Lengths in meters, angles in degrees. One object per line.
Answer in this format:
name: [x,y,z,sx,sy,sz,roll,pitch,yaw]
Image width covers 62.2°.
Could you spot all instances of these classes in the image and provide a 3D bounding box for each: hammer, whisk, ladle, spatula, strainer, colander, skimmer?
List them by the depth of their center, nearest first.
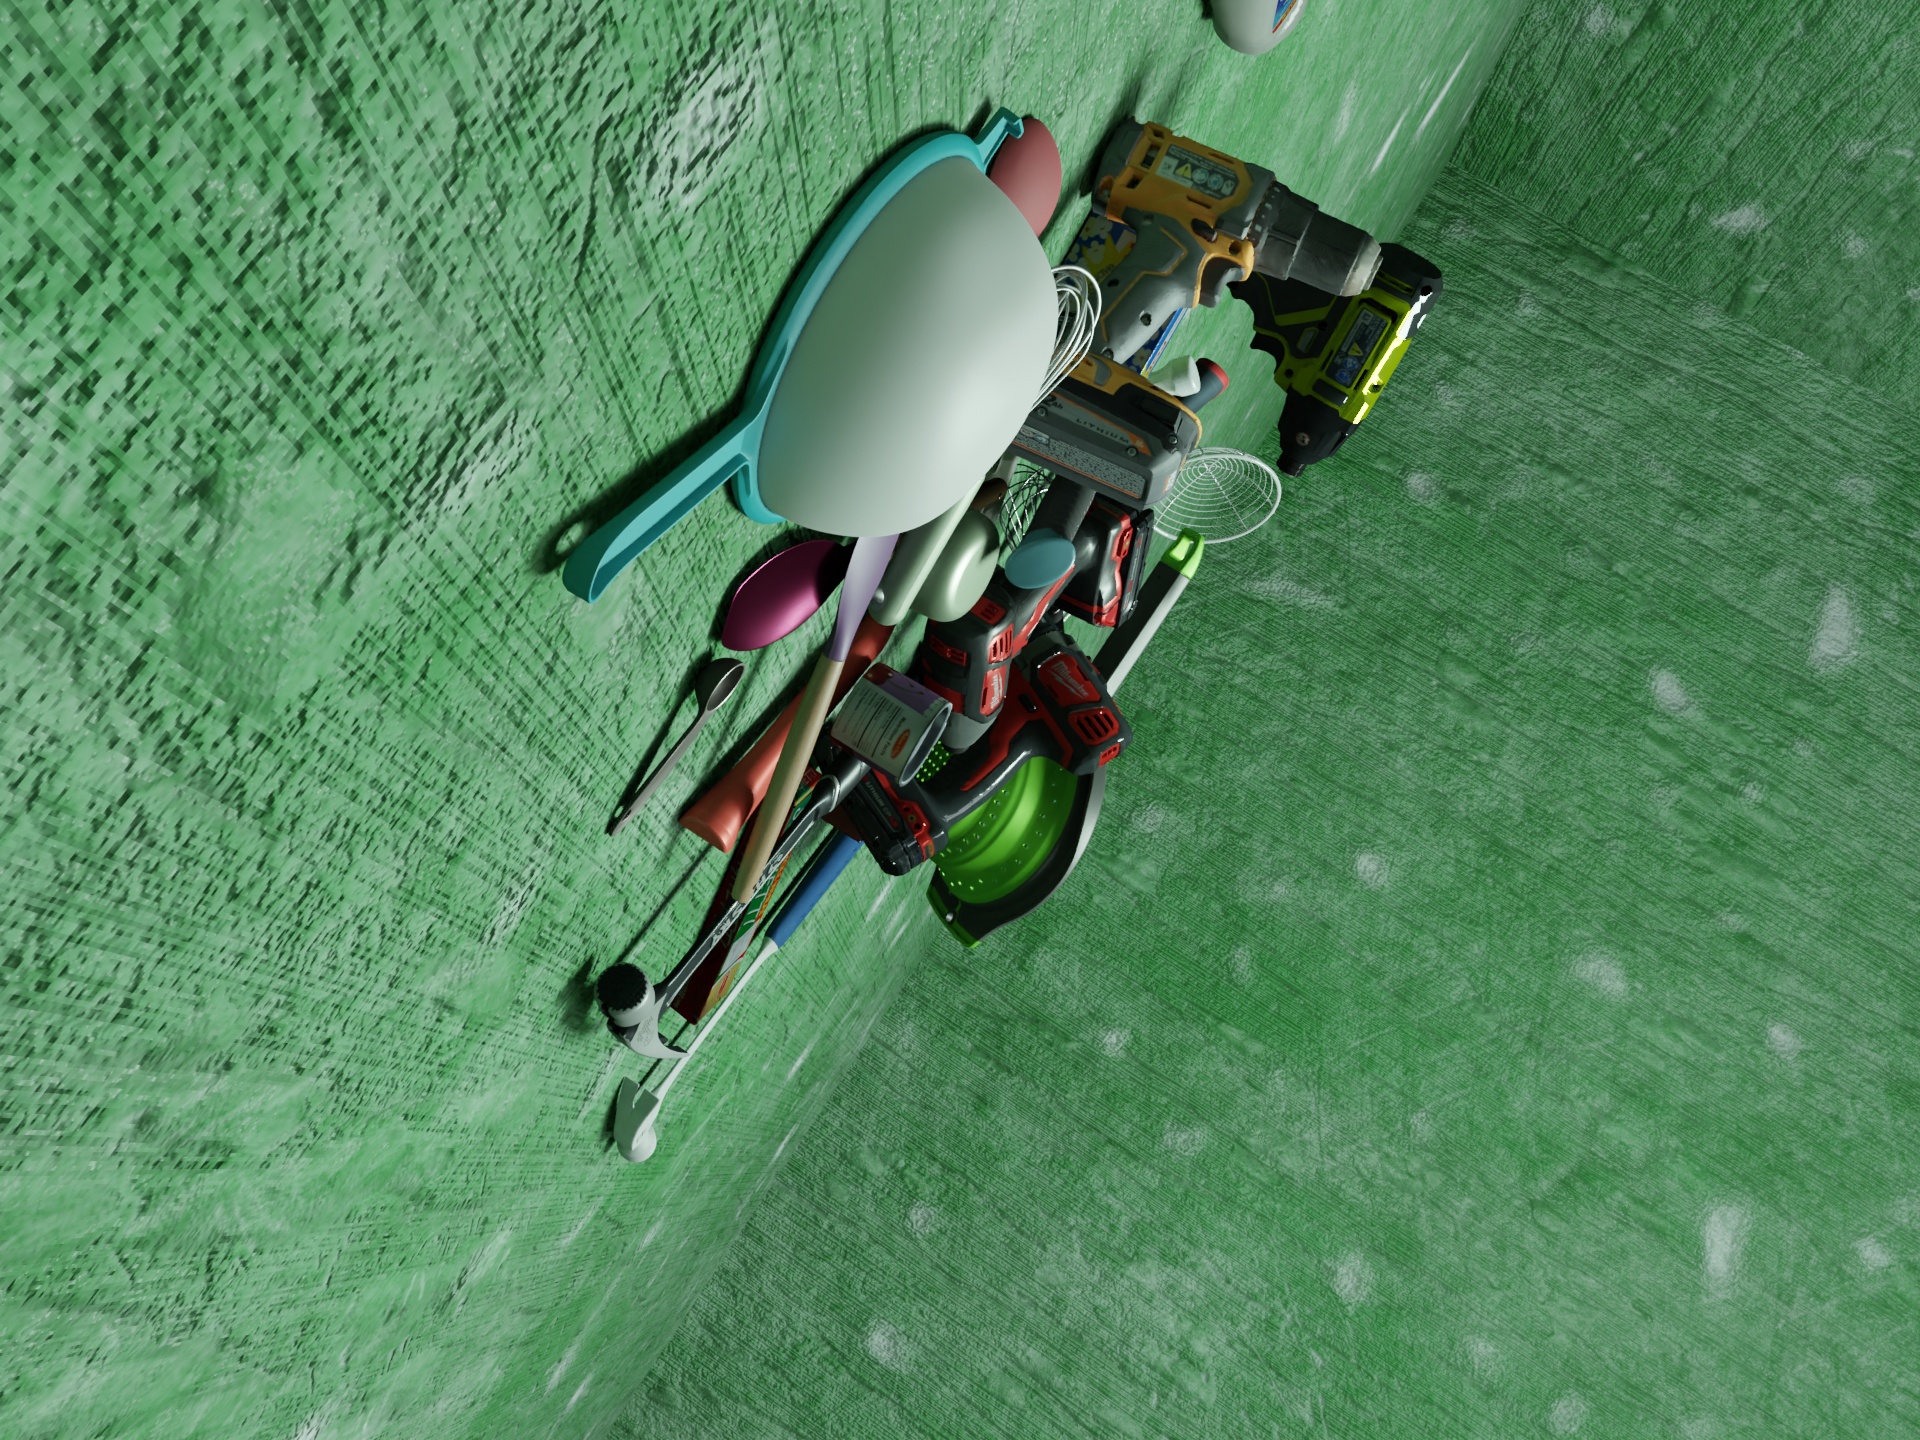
strainer: [-0.043,-0.131,0.731,0.340,0.095,0.210,-52,170,-44]
whisk: [0.008,-0.154,0.924,0.059,0.058,0.246,9,125,-37]
ladle: [-0.003,-0.207,0.939,0.069,0.031,0.315,-41,164,-41]
spatula: [-0.086,-0.017,0.961,0.060,0.018,0.315,-35,152,-62]
hammer: [-0.069,-0.051,1.086,0.359,0.037,0.149,-52,170,-34]
hammer: [0.087,-0.178,1.123,0.033,0.128,0.331,66,25,-24]
hammer: [-0.105,0.070,1.129,0.409,0.036,0.149,-51,162,-25]
colander: [0.063,-0.005,1.328,0.397,0.094,0.205,-57,-149,7]
whisk: [0.072,-0.115,1.343,0.070,0.070,0.284,-54,155,-25]
hammer: [-0.175,0.206,1.418,0.406,0.035,0.144,-53,171,-28]
hammer: [0.103,-0.179,1.424,0.386,0.038,0.143,-48,170,-3]
skimmer: [0.138,-0.111,1.458,0.363,0.090,0.127,-46,140,-3]

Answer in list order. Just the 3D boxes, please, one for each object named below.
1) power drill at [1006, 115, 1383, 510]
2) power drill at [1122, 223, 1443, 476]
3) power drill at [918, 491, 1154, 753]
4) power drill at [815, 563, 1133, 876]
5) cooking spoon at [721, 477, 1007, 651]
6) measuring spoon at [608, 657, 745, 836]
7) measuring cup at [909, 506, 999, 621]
power drill: [0.140,-0.246,0.983,0.084,0.185,0.226,85,30,-76]
power drill: [0.198,-0.287,1.117,0.080,0.223,0.171,-45,165,-54]
power drill: [0.048,-0.074,1.157,0.220,0.079,0.143,-44,154,-38]
power drill: [-0.002,-0.004,1.245,0.226,0.188,0.080,-31,166,-9]
cooking spoon: [-0.049,-0.108,0.969,0.319,0.017,0.068,-35,153,-54]
measuring spoon: [-0.161,0.013,0.876,0.124,0.018,0.034,-52,173,9]
measuring cup: [0.006,-0.133,0.982,0.083,0.038,0.167,-40,155,-49]
